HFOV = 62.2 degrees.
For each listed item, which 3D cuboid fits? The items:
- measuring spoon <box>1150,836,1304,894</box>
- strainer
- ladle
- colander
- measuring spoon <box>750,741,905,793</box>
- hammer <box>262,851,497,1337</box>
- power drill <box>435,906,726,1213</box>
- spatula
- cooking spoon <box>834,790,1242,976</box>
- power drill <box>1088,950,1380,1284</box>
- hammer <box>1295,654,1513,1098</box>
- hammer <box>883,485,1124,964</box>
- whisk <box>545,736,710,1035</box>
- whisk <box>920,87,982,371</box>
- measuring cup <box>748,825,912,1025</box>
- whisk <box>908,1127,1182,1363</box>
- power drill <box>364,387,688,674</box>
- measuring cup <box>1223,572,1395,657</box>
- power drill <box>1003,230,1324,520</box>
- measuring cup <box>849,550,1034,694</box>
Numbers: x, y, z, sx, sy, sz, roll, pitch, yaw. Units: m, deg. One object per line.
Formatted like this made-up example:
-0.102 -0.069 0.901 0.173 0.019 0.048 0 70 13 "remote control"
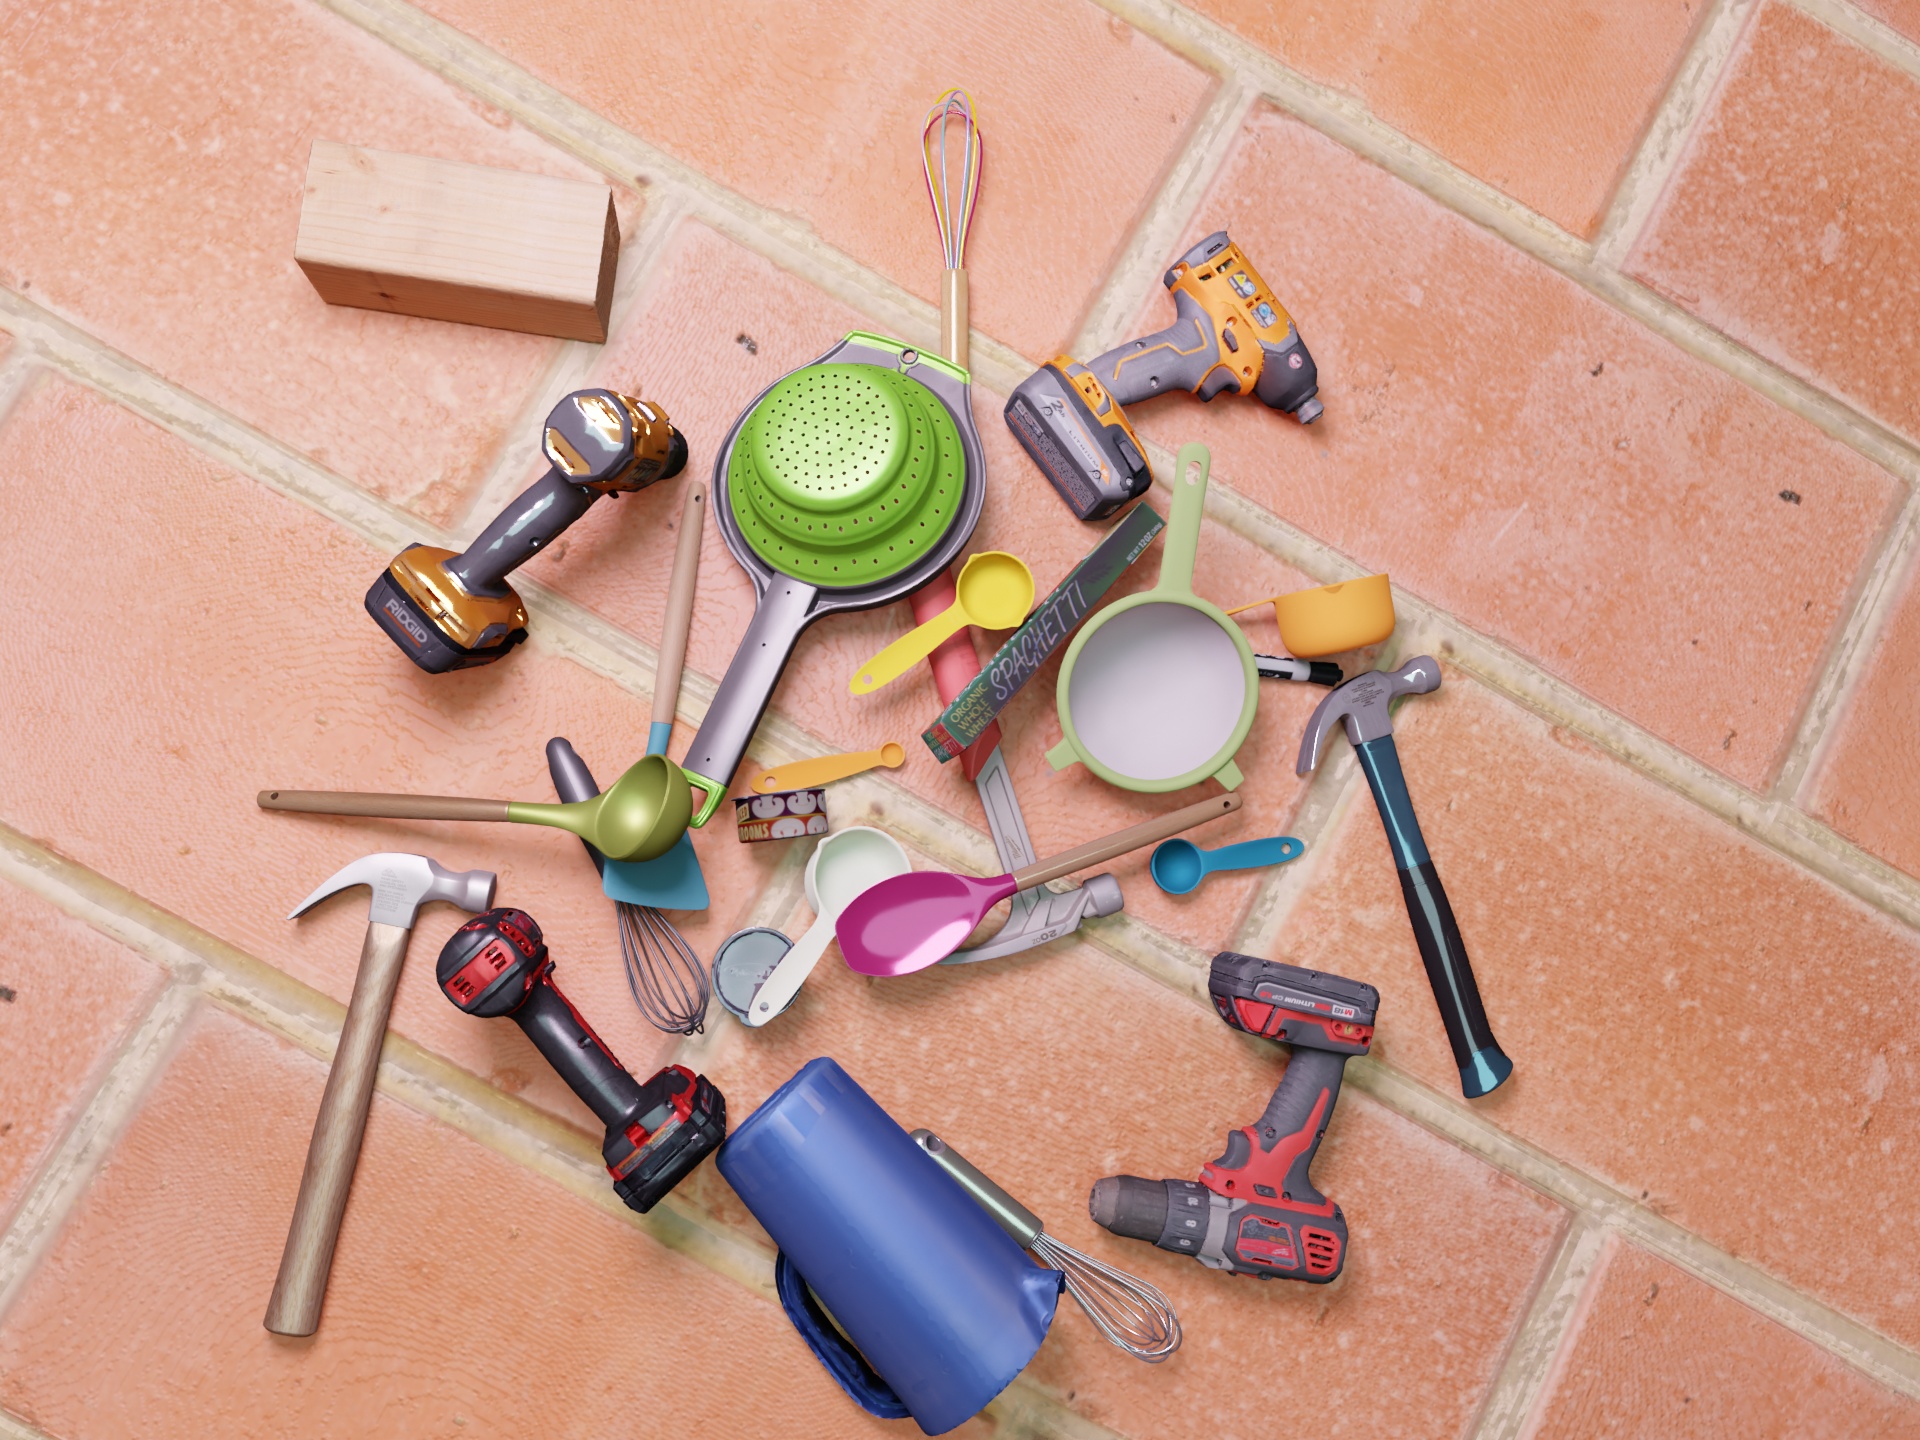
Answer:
0.201 0.105 1.212 0.128 0.021 0.042 -7 83 -18 "measuring spoon"
0.148 -0.077 1.176 0.151 0.069 0.256 6 99 -9 "strainer"
-0.337 0.056 1.091 0.320 0.062 0.078 2 59 8 "ladle"
-0.119 -0.114 1.122 0.204 0.094 0.397 22 79 11 "colander"
-0.098 0.036 1.182 0.117 0.011 0.021 -13 85 -5 "measuring spoon"
-0.425 0.254 1.100 0.130 0.031 0.331 13 82 -6 "hammer"
-0.260 0.217 1.078 0.078 0.143 0.219 -42 97 -6 "power drill"
-0.207 -0.023 1.156 0.082 0.044 0.317 12 79 -33 "spatula"
0.062 0.109 1.151 0.319 0.017 0.069 -19 87 -13 "cooking spoon"
0.202 0.287 1.160 0.188 0.080 0.227 13 85 -6 "power drill"
0.354 0.123 1.219 0.128 0.033 0.331 -17 86 -10 "hammer"
-0.002 -0.004 1.185 0.149 0.036 0.359 -17 86 -9 "hammer"
-0.240 0.118 1.136 0.055 0.055 0.239 -26 82 -10 "whisk"
-0.007 -0.367 1.229 0.047 0.051 0.245 -1 87 13 "whisk"
-0.101 0.150 1.135 0.083 0.038 0.168 41 66 -8 "measuring cup"
0.058 0.377 1.146 0.246 0.059 0.058 39 37 2 "whisk"
-0.288 -0.138 1.114 0.226 0.185 0.084 -43 90 9 "power drill"
0.244 -0.068 1.212 0.173 0.095 0.052 -14 92 10 "measuring cup"
0.165 -0.251 1.215 0.226 0.084 0.164 -38 90 -14 "power drill"
-0.015 -0.066 1.164 0.156 0.029 0.062 -35 90 2 "measuring cup"
